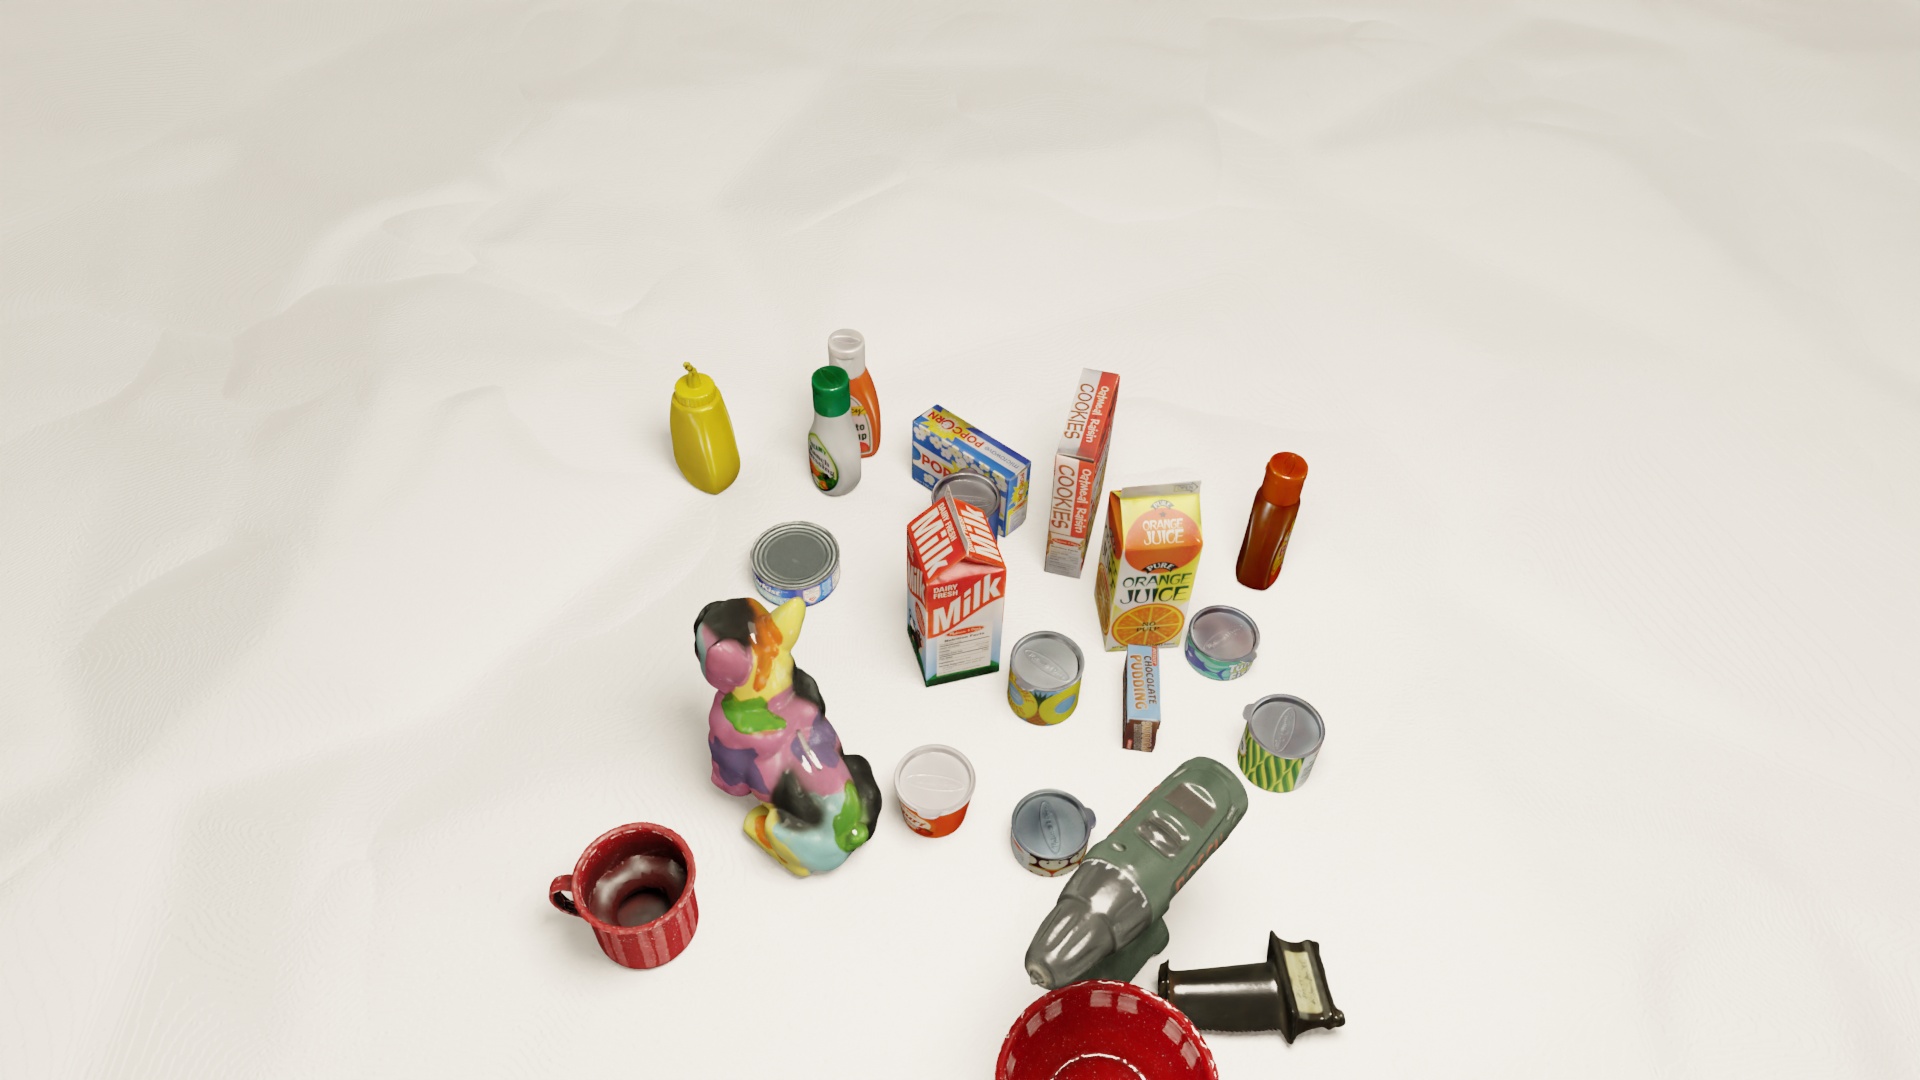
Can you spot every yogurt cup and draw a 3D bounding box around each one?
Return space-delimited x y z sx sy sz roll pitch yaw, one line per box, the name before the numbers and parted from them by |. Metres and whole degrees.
yogurt cup | -0.022 0.212 1.163 0.072 0.053 0.073 1 49 -1

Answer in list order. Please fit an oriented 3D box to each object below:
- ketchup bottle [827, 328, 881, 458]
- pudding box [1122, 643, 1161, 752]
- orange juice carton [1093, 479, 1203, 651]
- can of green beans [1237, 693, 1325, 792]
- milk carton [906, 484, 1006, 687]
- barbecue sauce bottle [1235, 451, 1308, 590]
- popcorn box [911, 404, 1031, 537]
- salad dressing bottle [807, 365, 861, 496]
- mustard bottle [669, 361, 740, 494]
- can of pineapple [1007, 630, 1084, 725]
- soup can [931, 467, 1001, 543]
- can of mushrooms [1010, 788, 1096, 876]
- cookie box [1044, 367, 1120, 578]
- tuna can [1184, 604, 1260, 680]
ketchup bottle | -0.114 -0.149 1.414 0.065 0.148 0.044 5 49 2
pudding box | 0.161 0.139 1.237 0.030 0.049 0.084 5 49 2
orange juice carton | 0.169 0.014 1.252 0.072 0.191 0.073 -4 49 -5
can of green beans | 0.277 0.176 1.204 0.071 0.057 0.071 1 49 -1
milk carton | -0.005 0.040 1.224 0.073 0.189 0.072 -11 50 -11
barbecue sauce bottle | 0.296 -0.021 1.317 0.044 0.147 0.065 19 51 14
popcorn box | 0.010 -0.070 1.391 0.127 0.084 0.038 33 56 24
salad dressing bottle | -0.126 -0.108 1.379 0.044 0.146 0.064 -30 56 -25
mustard bottle | -0.256 -0.117 1.373 0.065 0.159 0.049 30 54 22
can of pineapple | 0.074 0.124 1.241 0.071 0.057 0.071 1 49 -1
soup can | 0.005 -0.017 1.345 0.071 0.083 0.072 1 49 -1
can of mushrooms | 0.077 0.243 1.154 0.071 0.033 0.071 1 49 -1
cookie box | 0.117 -0.064 1.335 0.040 0.166 0.123 12 49 8
tuna can | 0.244 0.097 1.288 0.071 0.032 0.071 1 49 -1
